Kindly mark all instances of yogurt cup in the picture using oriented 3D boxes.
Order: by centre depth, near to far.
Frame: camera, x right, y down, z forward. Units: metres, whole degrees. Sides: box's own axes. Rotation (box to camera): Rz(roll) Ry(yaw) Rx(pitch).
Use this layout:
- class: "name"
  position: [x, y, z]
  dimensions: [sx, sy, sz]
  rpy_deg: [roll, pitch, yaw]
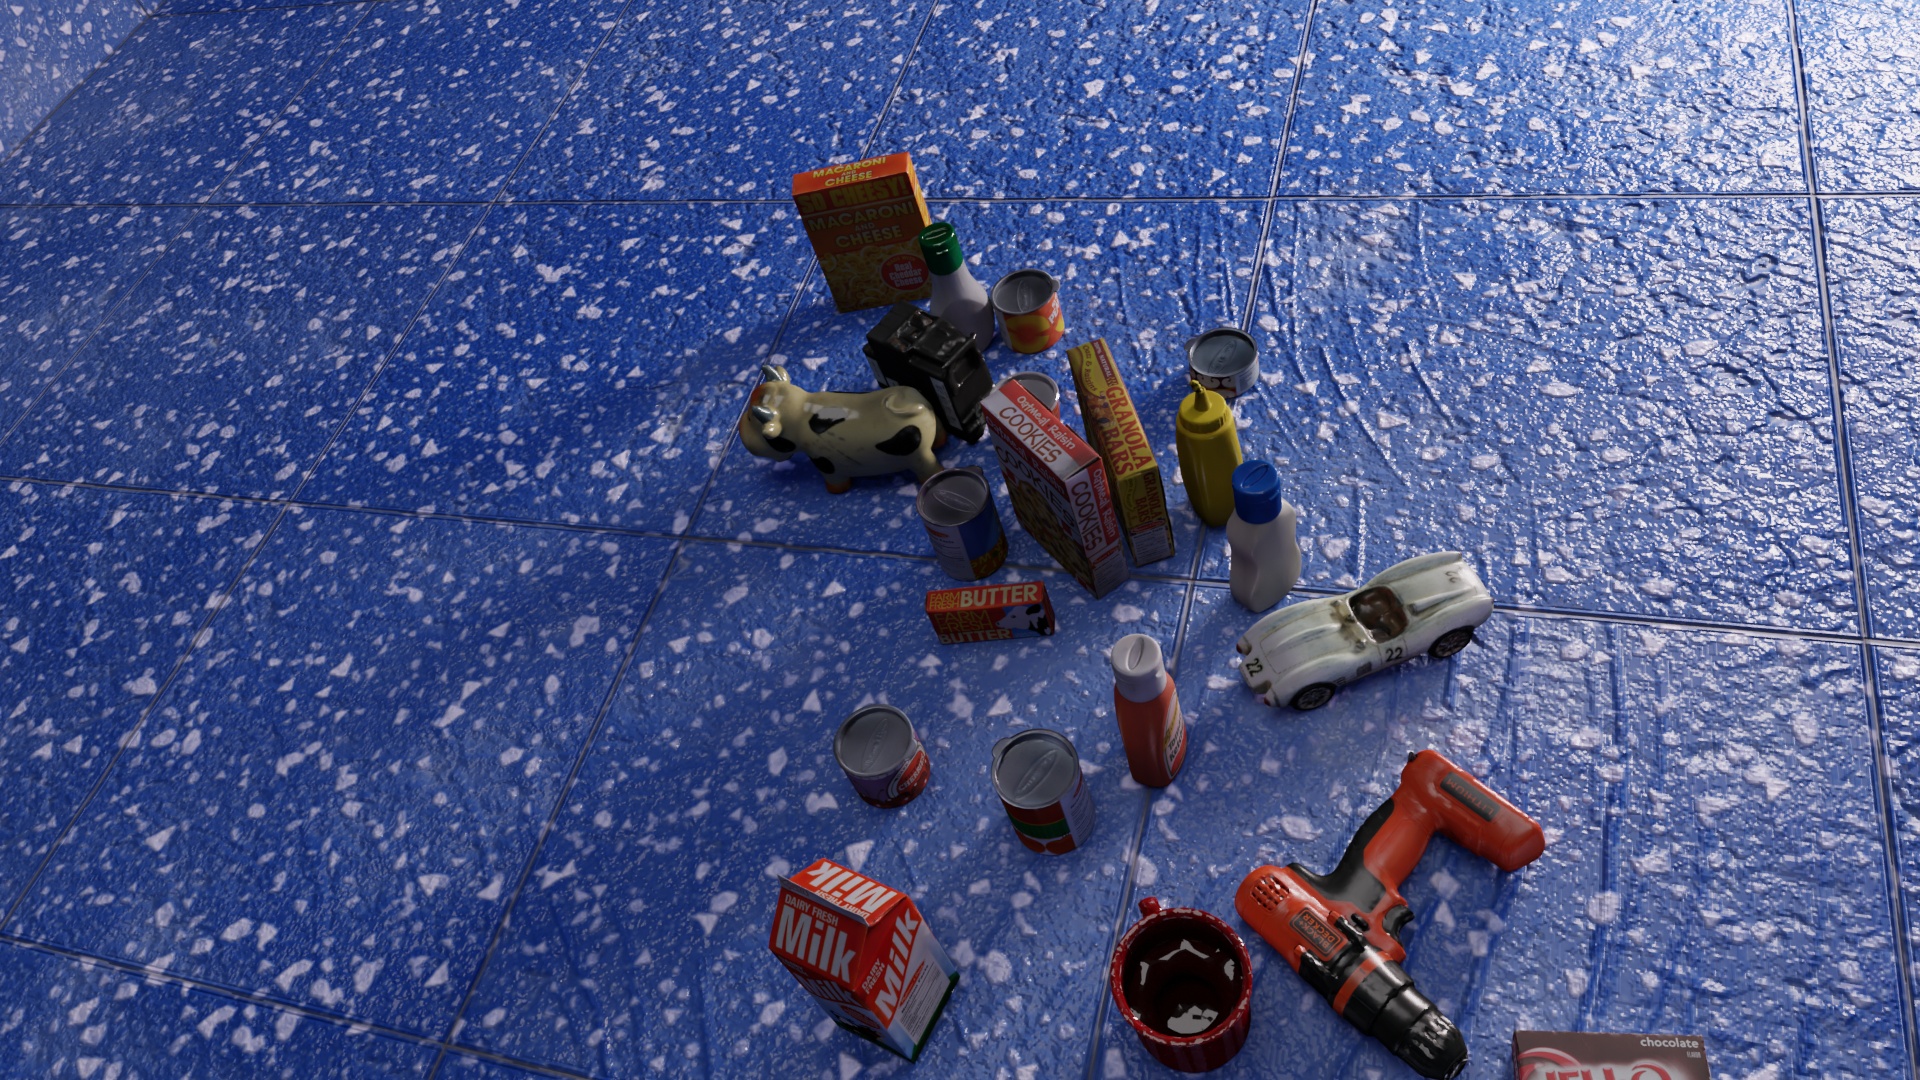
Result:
- class: "yogurt cup"
  position: [0.064, -0.119, 1.322]
  dimensions: [0.072, 0.053, 0.073]
  rpy_deg: [-8, 51, 10]

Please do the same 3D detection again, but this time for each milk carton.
- class: "milk carton"
  position: [-0.068, 0.282, 0.952]
  dimensions: [0.072, 0.189, 0.074]
  rpy_deg: [17, 59, 27]

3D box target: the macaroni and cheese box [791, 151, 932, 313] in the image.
- class: "macaroni and cheese box"
  position: [-0.092, -0.320, 1.454]
  dimensions: [0.124, 0.165, 0.040]
  rpy_deg: [-9, 51, 10]

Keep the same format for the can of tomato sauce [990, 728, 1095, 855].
- class: "can of tomato sauce"
  position: [0.062, 0.192, 1.056]
  dimensions: [0.071, 0.082, 0.071]
  rpy_deg: [-8, 51, 10]

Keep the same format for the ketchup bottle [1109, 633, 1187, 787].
- class: "ketchup bottle"
  position: [0.140, 0.125, 1.043]
  dimensions: [0.043, 0.148, 0.065]
  rpy_deg: [7, 55, 22]

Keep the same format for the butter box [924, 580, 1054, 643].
- class: "butter box"
  position: [0.025, 0.062, 1.189]
  dimensions: [0.103, 0.053, 0.024]
  rpy_deg: [-5, 52, 12]

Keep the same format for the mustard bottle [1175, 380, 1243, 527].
- class: "mustard bottle"
  position: [0.211, -0.079, 1.177]
  dimensions: [0.049, 0.159, 0.065]
  rpy_deg: [-23, 50, -2]

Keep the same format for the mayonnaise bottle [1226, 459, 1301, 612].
- class: "mayonnaise bottle"
  position: [0.242, -0.005, 1.117]
  dimensions: [0.065, 0.147, 0.041]
  rpy_deg: [-40, 52, -16]

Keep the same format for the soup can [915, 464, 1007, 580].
- class: "soup can"
  position: [0.004, -0.016, 1.237]
  dimensions: [0.071, 0.083, 0.072]
  rpy_deg: [-8, 51, 10]

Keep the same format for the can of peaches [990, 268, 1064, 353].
- class: "can of peaches"
  position: [0.071, -0.232, 1.407]
  dimensions: [0.071, 0.057, 0.071]
  rpy_deg: [-8, 51, 10]

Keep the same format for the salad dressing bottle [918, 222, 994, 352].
- class: "salad dressing bottle"
  position: [-0.006, -0.250, 1.385]
  dimensions: [0.064, 0.147, 0.044]
  rpy_deg: [-18, 50, 3]

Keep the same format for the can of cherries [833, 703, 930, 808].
- class: "can of cherries"
  position: [-0.061, 0.176, 1.121]
  dimensions: [0.071, 0.058, 0.072]
  rpy_deg: [-8, 51, 10]

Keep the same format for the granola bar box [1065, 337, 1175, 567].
- class: "granola bar box"
  position: [0.141, -0.078, 1.220]
  dimensions: [0.039, 0.123, 0.166]
  rpy_deg: [-18, 50, 3]

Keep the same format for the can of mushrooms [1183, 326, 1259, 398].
- class: "can of mushrooms"
  position: [0.248, -0.169, 1.320]
  dimensions: [0.071, 0.033, 0.071]
  rpy_deg: [-8, 51, 10]

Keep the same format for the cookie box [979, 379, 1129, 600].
- class: "cookie box"
  position: [0.082, -0.042, 1.181]
  dimensions: [0.040, 0.166, 0.123]
  rpy_deg: [-35, 51, -11]
